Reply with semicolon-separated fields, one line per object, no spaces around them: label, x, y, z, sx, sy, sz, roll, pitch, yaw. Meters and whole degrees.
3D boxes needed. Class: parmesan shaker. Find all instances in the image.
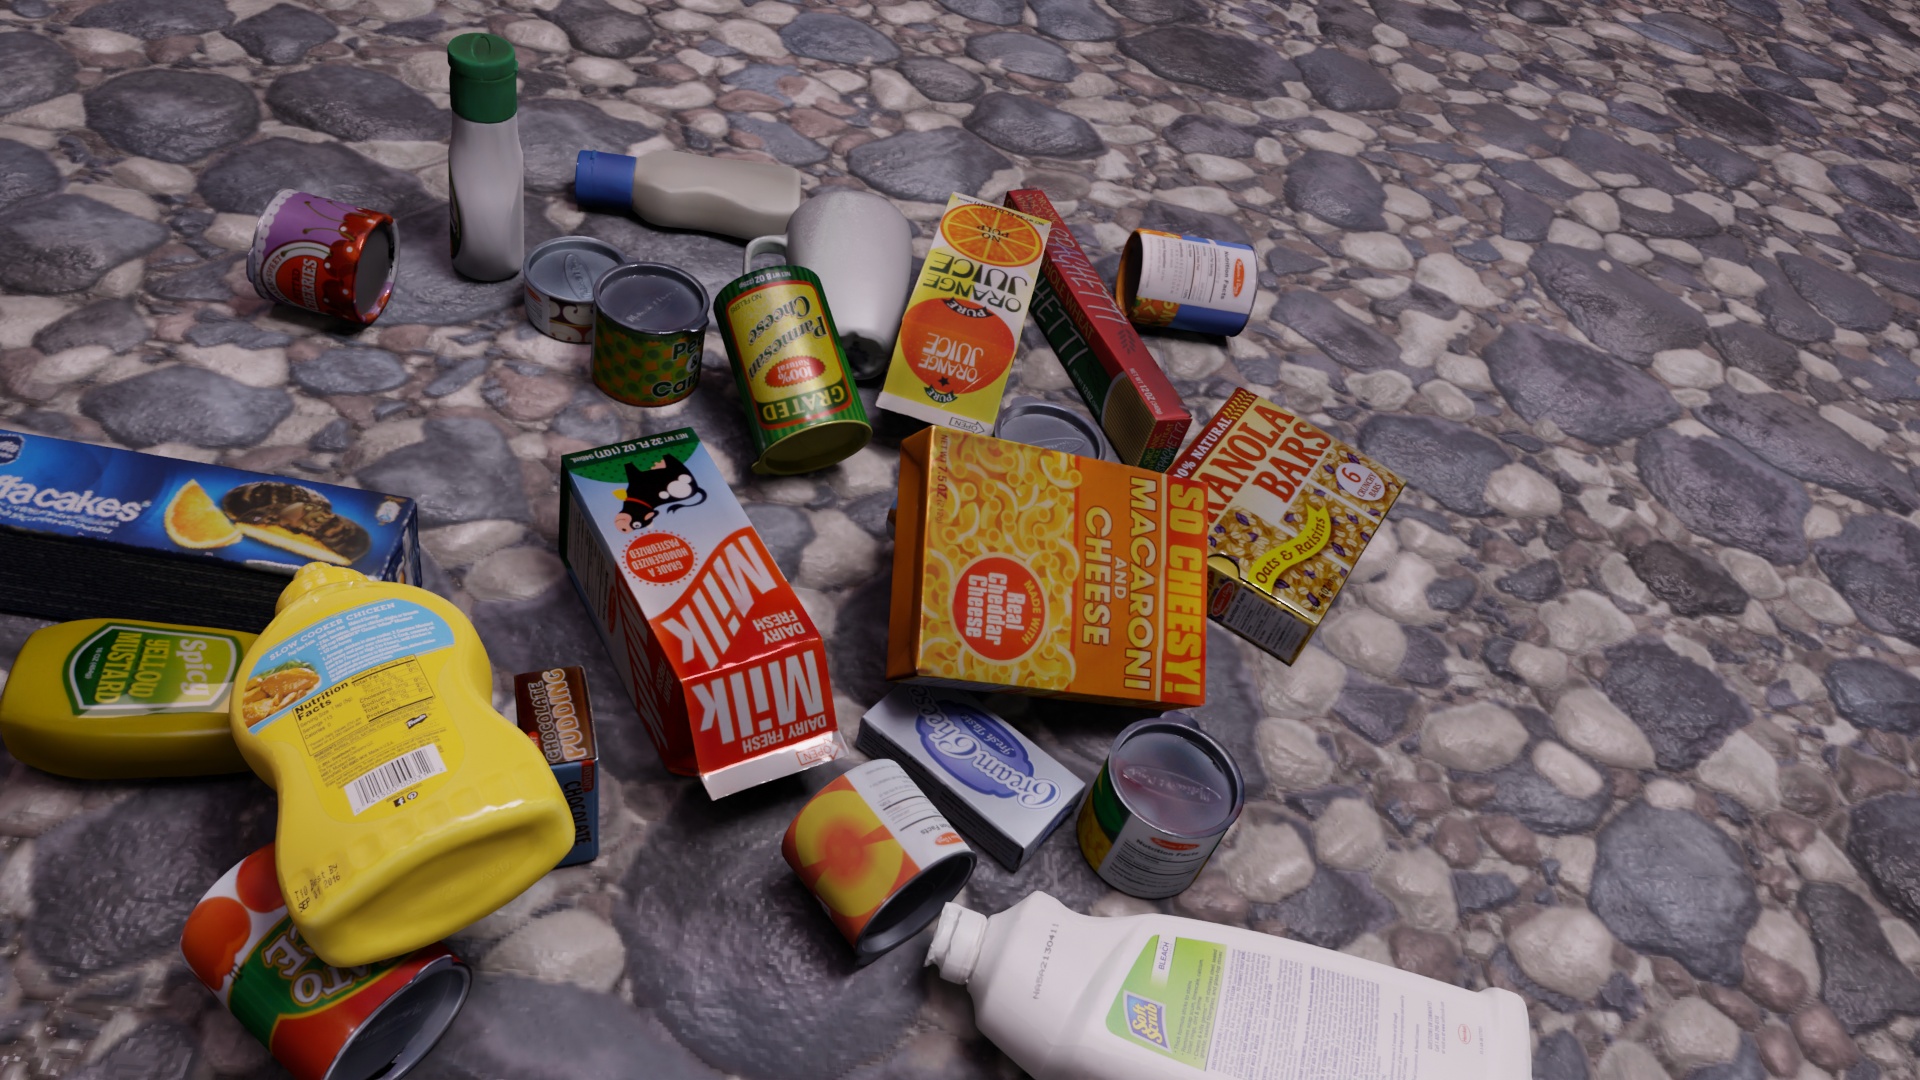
parmesan shaker;-0.100;-0.097;0.795;0.071;0.071;0.103;-11;72;-27

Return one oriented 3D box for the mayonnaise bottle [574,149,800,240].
mayonnaise bottle;-0.184;-0.237;0.946;0.148;0.041;0.065;5;44;-11

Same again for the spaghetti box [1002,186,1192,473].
spaghetti box;0.082;-0.147;0.934;0.029;0.049;0.251;-6;49;-24

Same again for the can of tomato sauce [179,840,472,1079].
can of tomato sauce;-0.238;0.159;0.522;0.083;0.070;0.071;35;47;17

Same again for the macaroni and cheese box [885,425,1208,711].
macaroni and cheese box;0.048;0.018;0.709;0.167;0.040;0.124;10;76;-27

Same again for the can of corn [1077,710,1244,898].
can of corn;0.095;0.127;0.666;0.071;0.058;0.071;9;45;-9

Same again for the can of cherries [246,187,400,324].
can of cherries;-0.364;-0.161;0.797;0.058;0.071;0.072;15;45;-5

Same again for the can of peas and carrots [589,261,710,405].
can of peas and carrots;-0.182;-0.121;0.820;0.071;0.058;0.071;9;46;-9

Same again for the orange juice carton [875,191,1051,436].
orange juice carton;0.002;-0.134;0.880;0.072;0.072;0.194;17;45;-1

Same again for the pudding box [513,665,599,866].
pudding box;-0.172;0.098;0.593;0.030;0.083;0.050;-7;51;-20

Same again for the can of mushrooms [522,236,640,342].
can of mushrooms;-0.232;-0.155;0.855;0.071;0.033;0.071;9;45;-9

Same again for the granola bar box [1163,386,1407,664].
granola bar box;0.185;-0.016;0.846;0.124;0.038;0.166;32;46;14

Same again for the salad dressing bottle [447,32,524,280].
salad dressing bottle;-0.283;-0.226;0.827;0.044;0.146;0.064;1;47;-17

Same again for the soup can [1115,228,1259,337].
soup can;0.158;-0.181;0.982;0.084;0.071;0.072;6;46;-10

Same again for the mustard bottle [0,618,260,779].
mustard bottle;-0.316;0.069;0.601;0.160;0.048;0.065;3;48;-15

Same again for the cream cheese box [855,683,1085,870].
cream cheese box;0.004;0.109;0.679;0.104;0.024;0.053;36;49;18

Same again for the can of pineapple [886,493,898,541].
can of pineapple;0.003;-0.010;0.762;0.071;0.070;0.058;-29;61;-37

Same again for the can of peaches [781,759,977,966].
can of peaches;-0.038;0.140;0.609;0.071;0.070;0.058;-25;58;-35

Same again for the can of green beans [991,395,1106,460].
can of green beans;0.045;-0.039;0.811;0.071;0.057;0.071;9;45;-9

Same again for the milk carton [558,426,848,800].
milk carton;-0.127;0.039;0.671;0.072;0.073;0.191;-15;54;-29
